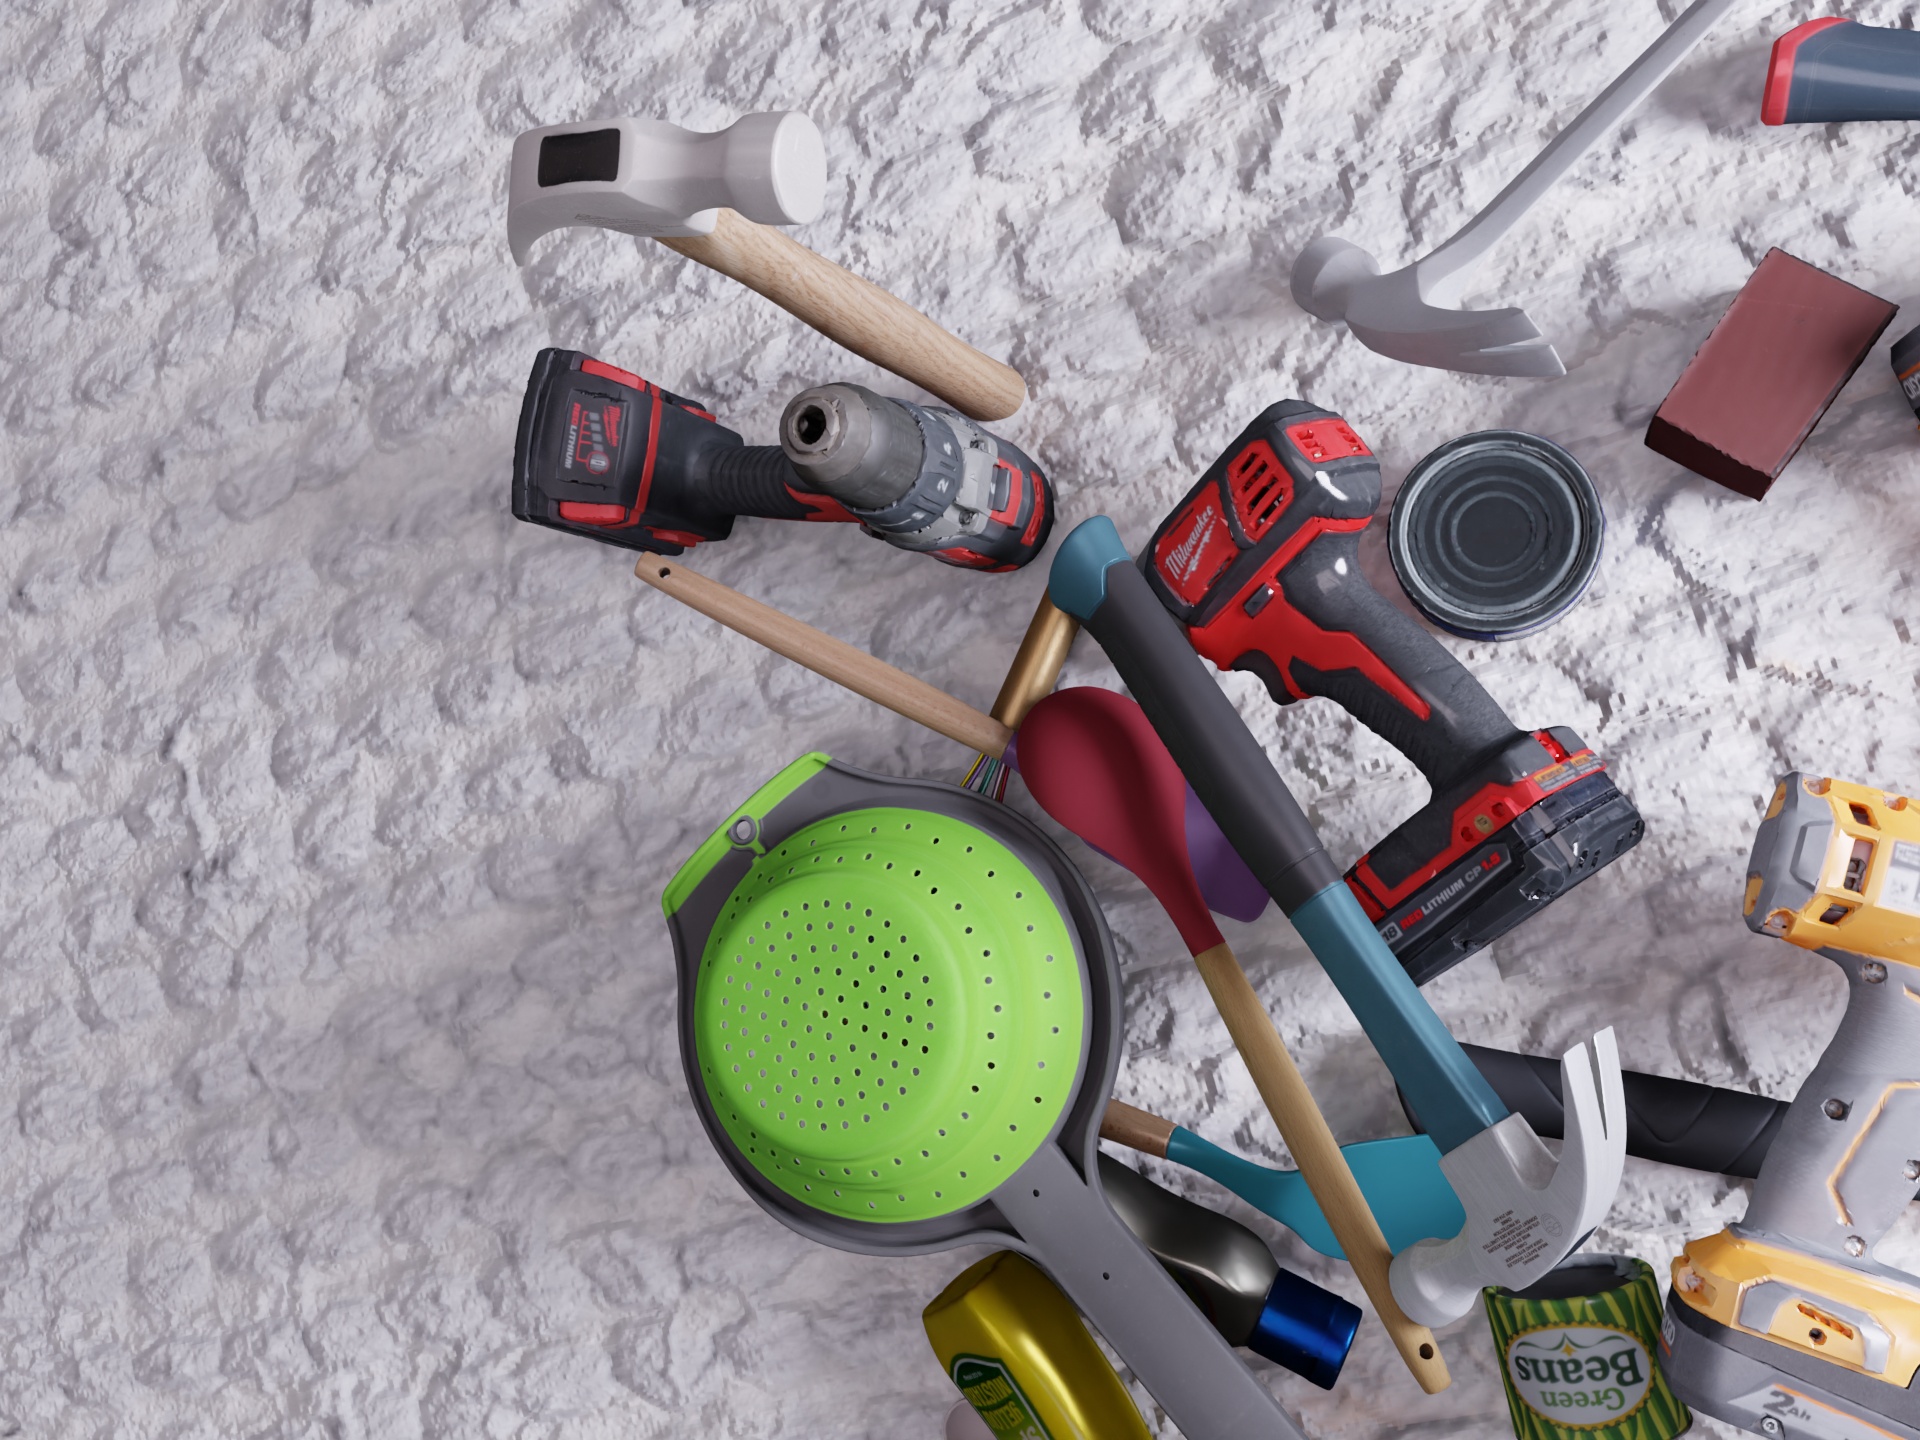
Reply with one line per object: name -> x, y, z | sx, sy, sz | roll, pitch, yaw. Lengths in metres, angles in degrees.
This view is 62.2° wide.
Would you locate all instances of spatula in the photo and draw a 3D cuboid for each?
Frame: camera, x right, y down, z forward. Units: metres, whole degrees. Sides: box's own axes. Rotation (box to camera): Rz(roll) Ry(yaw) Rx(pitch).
spatula -> -0.001, -0.002, 0.704 | 0.316, 0.018, 0.060 | 26, 78, 3
spatula -> 0.074, 0.172, 0.702 | 0.318, 0.044, 0.082 | 14, 122, 28

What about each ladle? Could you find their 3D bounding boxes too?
ladle -> 0.112, 0.117, 0.644 | 0.069, 0.031, 0.316 | -22, 72, -16

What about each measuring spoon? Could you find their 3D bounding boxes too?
measuring spoon -> -0.010, 0.362, 0.739 | 0.034, 0.018, 0.124 | 33, 106, 18

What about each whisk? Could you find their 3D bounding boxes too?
whisk -> 0.014, 0.029, 0.731 | 0.047, 0.051, 0.245 | 24, 91, 9

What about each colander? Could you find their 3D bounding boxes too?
colander -> 0.013, 0.178, 0.632 | 0.204, 0.094, 0.397 | -44, 73, 5

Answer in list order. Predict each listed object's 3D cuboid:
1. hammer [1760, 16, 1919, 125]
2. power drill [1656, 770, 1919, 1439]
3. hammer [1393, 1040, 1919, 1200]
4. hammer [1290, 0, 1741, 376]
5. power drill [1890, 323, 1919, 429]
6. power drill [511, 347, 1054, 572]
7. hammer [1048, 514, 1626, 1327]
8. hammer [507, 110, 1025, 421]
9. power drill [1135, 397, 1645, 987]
hammer -> 0.486, -0.208, 0.542 | 0.386, 0.038, 0.143 | 9, 64, 24
power drill -> 0.352, 0.145, 0.544 | 0.185, 0.084, 0.226 | 15, 86, 20
hammer -> 0.369, 0.164, 0.593 | 0.409, 0.036, 0.149 | 6, 89, 21
hammer -> 0.310, -0.290, 0.609 | 0.405, 0.035, 0.144 | -45, 34, 8
power drill -> 0.454, -0.072, 0.550 | 0.164, 0.084, 0.226 | -28, 83, 17
power drill -> -0.088, -0.113, 0.698 | 0.227, 0.187, 0.080 | 9, 90, 25
hammer -> 0.128, 0.058, 0.612 | 0.331, 0.033, 0.128 | 58, 135, 21
hammer -> -0.049, -0.158, 0.604 | 0.130, 0.331, 0.031 | 7, 92, 21
power drill -> 0.153, -0.006, 0.647 | 0.220, 0.078, 0.143 | 57, 134, 18
